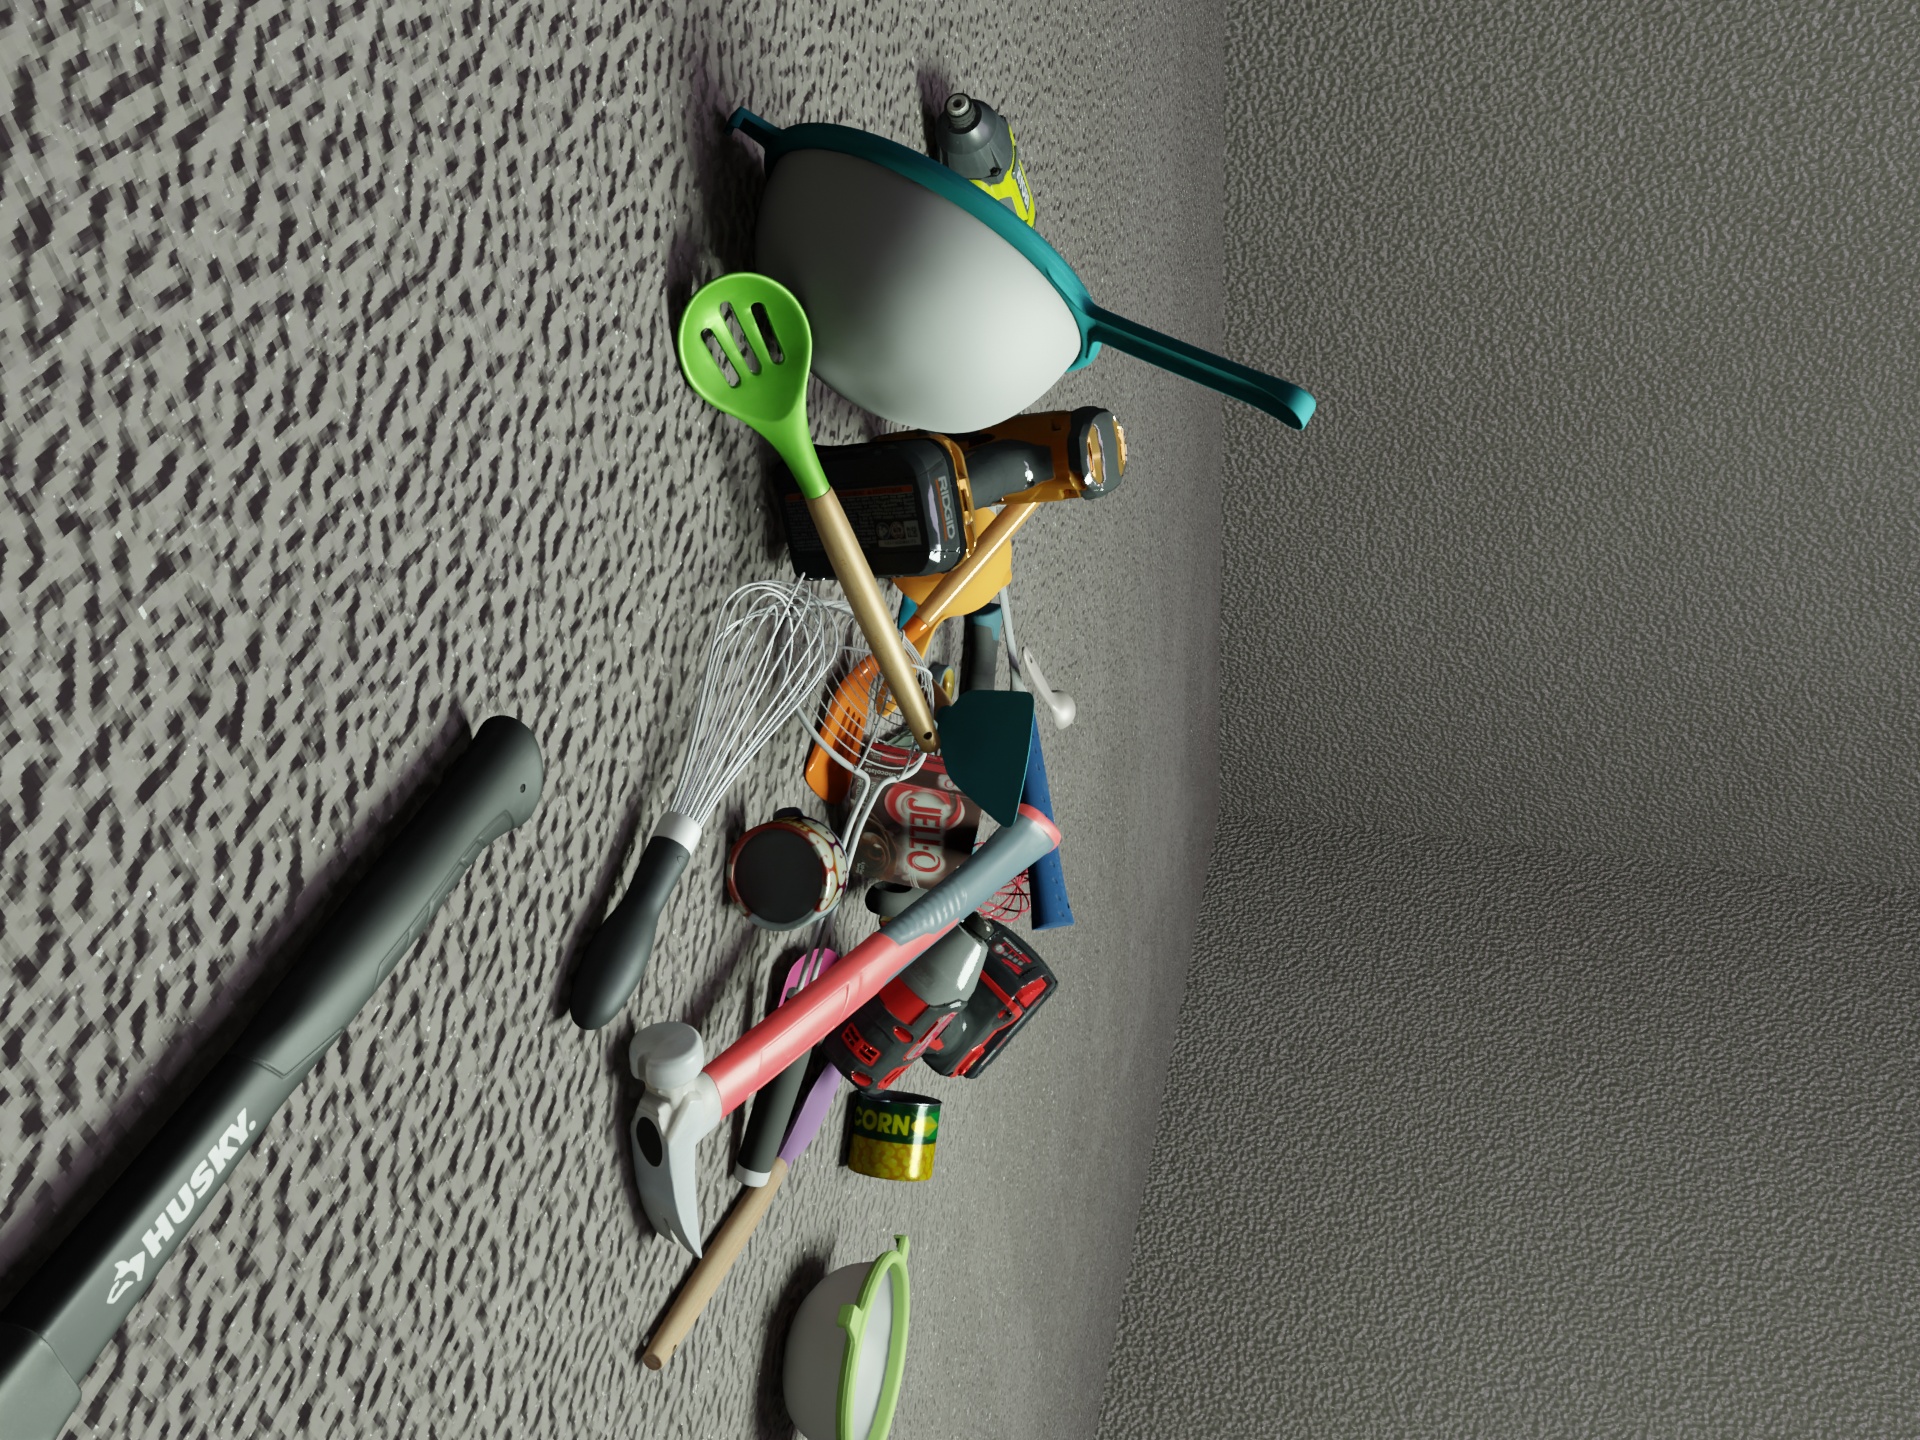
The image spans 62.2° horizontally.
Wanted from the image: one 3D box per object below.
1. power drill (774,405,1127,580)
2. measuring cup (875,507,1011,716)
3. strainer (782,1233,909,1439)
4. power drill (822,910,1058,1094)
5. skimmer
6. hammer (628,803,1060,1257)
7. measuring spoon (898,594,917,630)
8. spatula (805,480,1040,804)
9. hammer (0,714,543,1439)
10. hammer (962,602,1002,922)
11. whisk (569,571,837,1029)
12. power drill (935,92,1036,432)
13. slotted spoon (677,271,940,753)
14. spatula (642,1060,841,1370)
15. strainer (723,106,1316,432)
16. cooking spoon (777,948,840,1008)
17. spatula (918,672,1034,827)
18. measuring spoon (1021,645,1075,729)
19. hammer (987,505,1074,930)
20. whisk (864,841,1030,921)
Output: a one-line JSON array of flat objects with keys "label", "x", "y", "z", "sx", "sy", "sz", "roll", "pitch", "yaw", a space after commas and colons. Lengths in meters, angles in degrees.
[{"label": "power drill", "x": -0.023, "y": -0.151, "z": 1.015, "sx": 0.226, "sy": 0.185, "sz": 0.084, "roll": -29, "pitch": 115, "yaw": -51}, {"label": "measuring cup", "x": -0.030, "y": -0.086, "z": 1.155, "sx": 0.173, "sy": 0.095, "sz": 0.052, "roll": -65, "pitch": 158, "yaw": -1}, {"label": "strainer", "x": -0.091, "y": 0.501, "z": 1.127, "sx": 0.151, "sy": 0.069, "sz": 0.256, "roll": -9, "pitch": 105, "yaw": -77}, {"label": "power drill", "x": -0.008, "y": 0.200, "z": 1.161, "sx": 0.143, "sy": 0.079, "sz": 0.219, "roll": -49, "pitch": 162, "yaw": 4}, {"label": "skimmer", "x": -0.100, "y": 0.105, "z": 1.005, "sx": 0.127, "sy": 0.090, "sz": 0.363, "roll": 15, "pitch": 92, "yaw": -47}, {"label": "hammer", "x": -0.053, "y": 0.163, "z": 0.979, "sx": 0.386, "sy": 0.038, "sz": 0.143, "roll": -33, "pitch": 132, "yaw": -47}, {"label": "measuring spoon", "x": -0.030, "y": -0.115, "z": 1.214, "sx": 0.042, "sy": 0.021, "sz": 0.128, "roll": -43, "pitch": 138, "yaw": -68}, {"label": "spatula", "x": -0.005, "y": -0.081, "z": 1.099, "sx": 0.322, "sy": 0.041, "sz": 0.081, "roll": -49, "pitch": 159, "yaw": -5}, {"label": "hammer", "x": -0.230, "y": 0.105, "z": 0.533, "sx": 0.335, "sy": 0.035, "sz": 0.146, "roll": -66, "pitch": 157, "yaw": -50}, {"label": "hammer", "x": 0.009, "y": 0.060, "z": 1.406, "sx": 0.128, "sy": 0.033, "sz": 0.331, "roll": 2, "pitch": 93, "yaw": -74}, {"label": "whisk", "x": -0.135, "y": 0.033, "z": 0.827, "sx": 0.070, "sy": 0.070, "sz": 0.285, "roll": 76, "pitch": 29, "yaw": -52}, {"label": "power drill", "x": 0.008, "y": -0.336, "z": 1.186, "sx": 0.171, "sy": 0.080, "sz": 0.223, "roll": 47, "pitch": 47, "yaw": -71}, {"label": "slotted spoon", "x": -0.072, "y": -0.104, "z": 0.884, "sx": 0.313, "sy": 0.070, "sz": 0.031, "roll": 66, "pitch": -7, "yaw": -32}, {"label": "spatula", "x": -0.127, "y": 0.302, "z": 1.018, "sx": 0.316, "sy": 0.018, "sz": 0.059, "roll": -51, "pitch": 154, "yaw": -65}, {"label": "strainer", "x": 0.017, "y": -0.194, "z": 0.846, "sx": 0.095, "sy": 0.340, "sz": 0.210, "roll": -59, "pitch": 156, "yaw": -6}, {"label": "cooking spoon", "x": -0.077, "y": 0.205, "z": 1.167, "sx": 0.318, "sy": 0.017, "sz": 0.069, "roll": 38, "pitch": 67, "yaw": -72}, {"label": "spatula", "x": -0.002, "y": -0.003, "z": 1.086, "sx": 0.317, "sy": 0.044, "sz": 0.082, "roll": -127, "pitch": -135, "yaw": -78}, {"label": "measuring spoon", "x": 0.074, "y": -0.030, "z": 1.312, "sx": 0.124, "sy": 0.018, "sz": 0.034, "roll": 54, "pitch": 29, "yaw": -58}, {"label": "hammer", "x": 0.044, "y": -0.032, "z": 1.307, "sx": 0.144, "sy": 0.035, "sz": 0.406, "roll": 25, "pitch": 56, "yaw": -72}, {"label": "whisk", "x": -0.002, "y": 0.131, "z": 1.250, "sx": 0.295, "sy": 0.073, "sz": 0.073, "roll": 4, "pitch": 92, "yaw": -67}]
